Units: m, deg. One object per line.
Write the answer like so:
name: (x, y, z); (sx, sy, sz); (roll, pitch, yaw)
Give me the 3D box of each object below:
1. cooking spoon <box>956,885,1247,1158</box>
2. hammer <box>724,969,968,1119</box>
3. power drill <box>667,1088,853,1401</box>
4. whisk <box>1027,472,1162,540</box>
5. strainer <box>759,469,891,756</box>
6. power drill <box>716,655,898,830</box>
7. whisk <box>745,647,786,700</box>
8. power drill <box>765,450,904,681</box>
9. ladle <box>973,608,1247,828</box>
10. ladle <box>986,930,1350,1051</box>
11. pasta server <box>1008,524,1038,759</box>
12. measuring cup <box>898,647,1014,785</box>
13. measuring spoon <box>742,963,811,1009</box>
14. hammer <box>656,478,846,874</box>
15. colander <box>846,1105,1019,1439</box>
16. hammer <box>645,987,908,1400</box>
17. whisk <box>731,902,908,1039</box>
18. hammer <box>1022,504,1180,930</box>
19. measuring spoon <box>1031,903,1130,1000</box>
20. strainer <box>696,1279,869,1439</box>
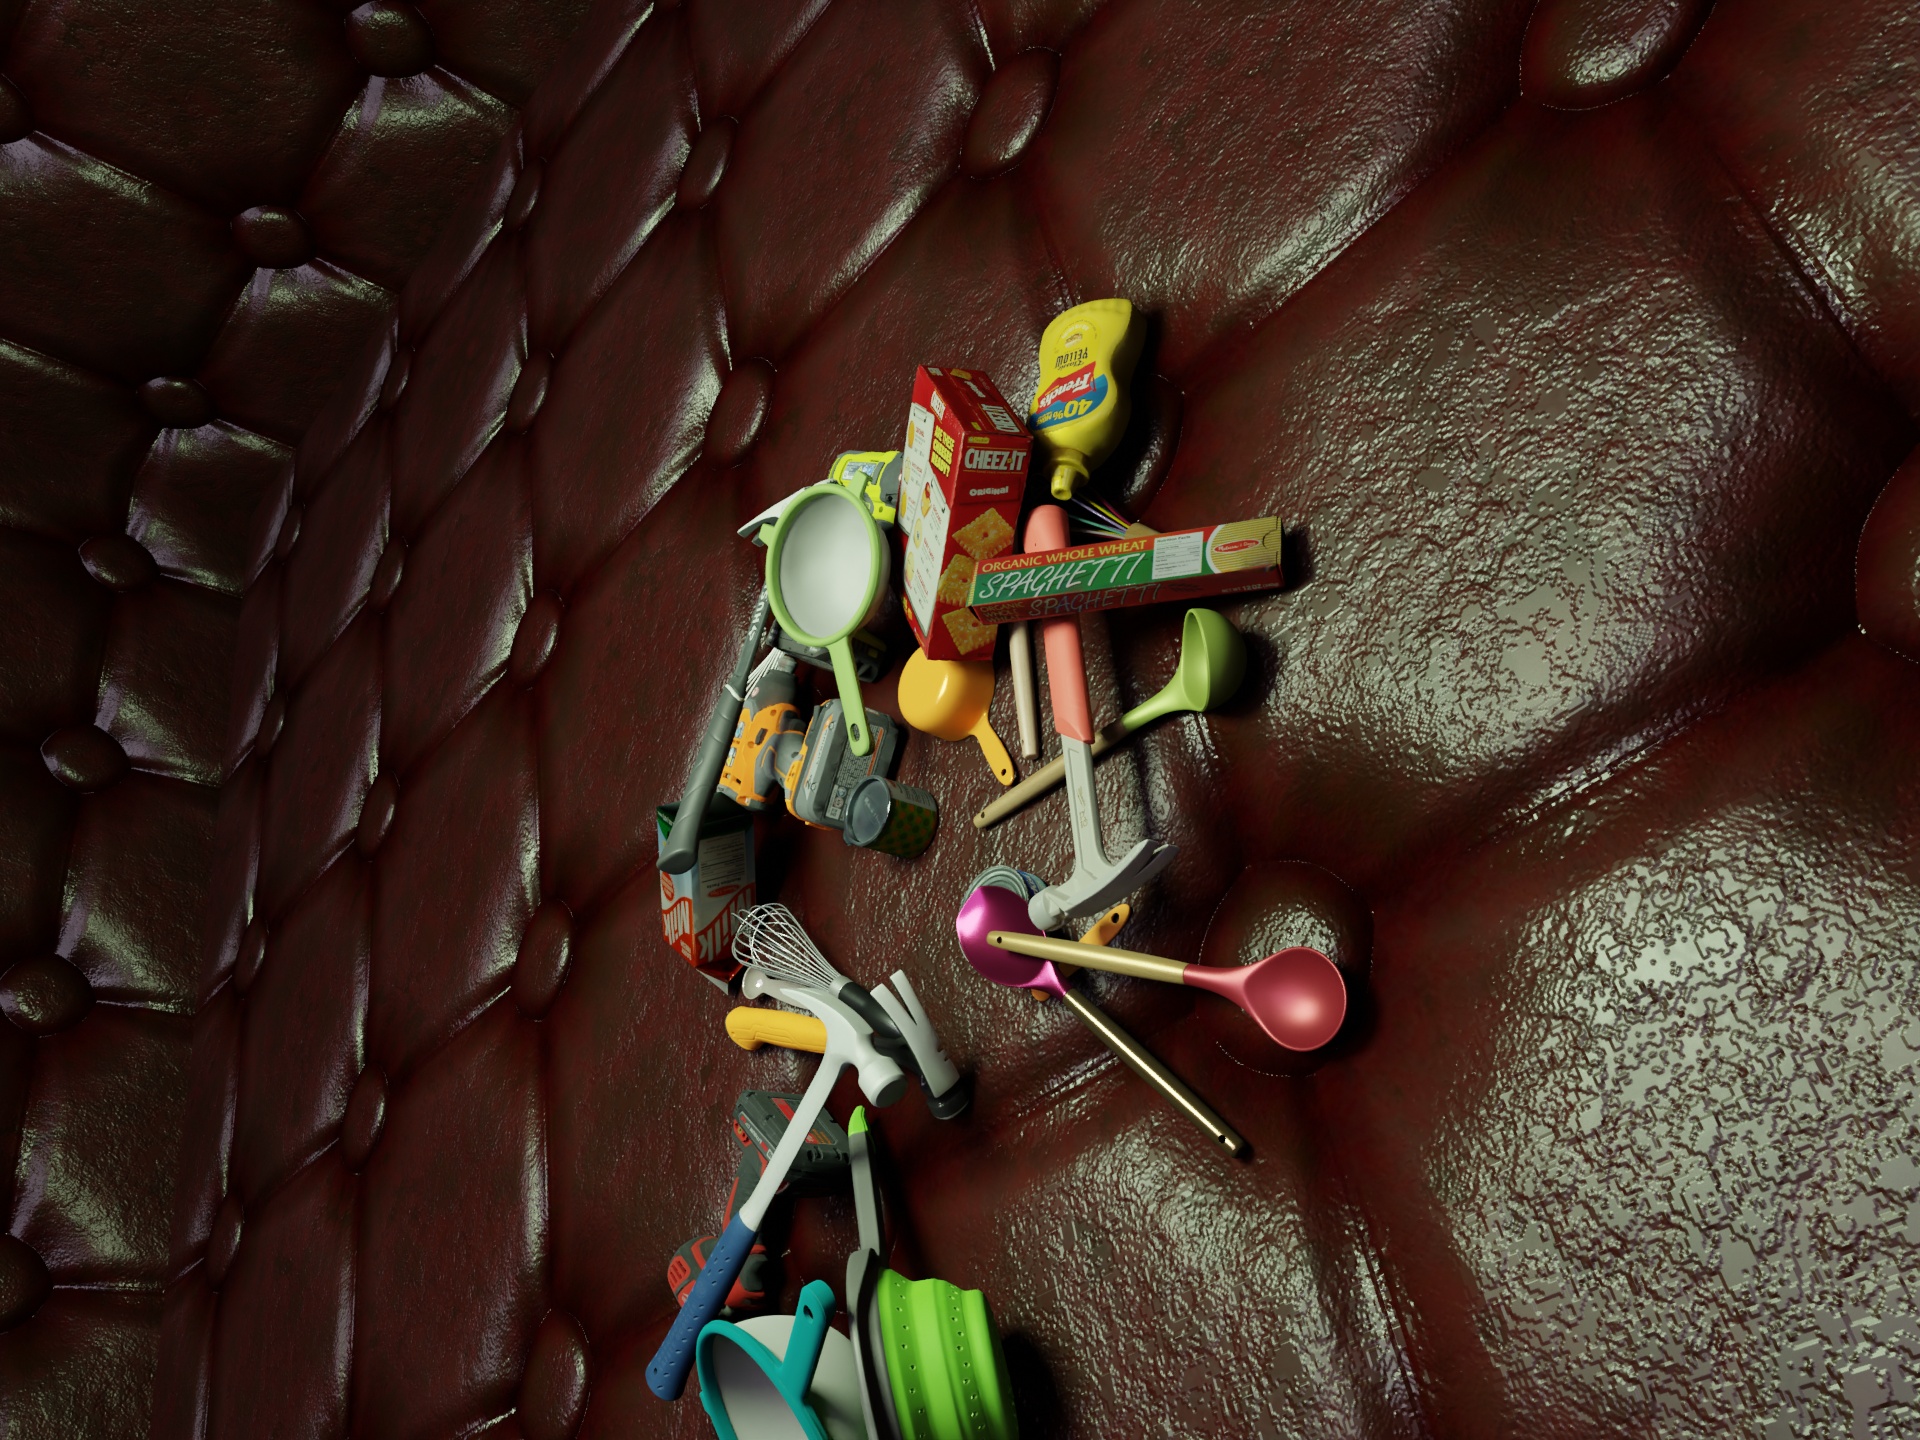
cooking spoon: (0.098, 0.221, 1.184); (0.319, 0.017, 0.069); (38, 97, 43)
hammer: (-0.123, 0.275, 1.409); (0.337, 0.034, 0.127); (-8, 112, 54)
power drill: (-0.170, 0.461, 1.393); (0.188, 0.080, 0.226); (34, 104, 51)
whisk: (0.133, -0.159, 1.333); (0.245, 0.051, 0.047); (34, 122, 47)
strainer: (-0.097, -0.091, 1.467); (0.151, 0.069, 0.256); (-22, 75, 40)
power drill: (-0.155, 0.021, 1.566); (0.227, 0.084, 0.164); (9, 82, 56)
whisk: (-0.194, -0.069, 1.681); (0.246, 0.059, 0.058); (-63, 11, 3)
power drill: (-0.097, -0.159, 1.579); (0.171, 0.080, 0.223); (16, 84, 52)
ladle: (0.106, 0.012, 1.272); (0.320, 0.062, 0.078); (-37, 49, 39)
ladle: (0.141, 0.179, 1.140); (0.315, 0.031, 0.069); (4, 81, 42)
pasta server: (0.041, -0.110, 1.418); (0.060, 0.040, 0.316); (121, 148, -59)
measuring cup: (-0.002, -0.005, 1.410); (0.095, 0.052, 0.174); (-53, 39, 21)
measuring spoon: (-0.166, 0.261, 1.528); (0.124, 0.018, 0.034); (7, 79, 45)
hammer: (-0.217, -0.044, 1.543); (0.149, 0.036, 0.409); (-10, 57, 49)
colander: (-0.025, 0.435, 1.212); (0.094, 0.204, 0.397); (-14, 31, -1)
hammer: (-0.173, 0.404, 1.327); (0.144, 0.035, 0.405); (45, 115, 40)
whisk: (-0.127, 0.234, 1.456); (0.285, 0.070, 0.070); (22, 92, 48)
hammer: (0.092, -0.024, 1.247); (0.149, 0.036, 0.359); (-41, 44, 45)
measuring spoon: (0.092, 0.181, 1.247); (0.117, 0.011, 0.021); (-48, 43, 26)
strainer: (-0.100, 0.499, 1.201); (0.211, 0.095, 0.340); (45, 139, 30)
